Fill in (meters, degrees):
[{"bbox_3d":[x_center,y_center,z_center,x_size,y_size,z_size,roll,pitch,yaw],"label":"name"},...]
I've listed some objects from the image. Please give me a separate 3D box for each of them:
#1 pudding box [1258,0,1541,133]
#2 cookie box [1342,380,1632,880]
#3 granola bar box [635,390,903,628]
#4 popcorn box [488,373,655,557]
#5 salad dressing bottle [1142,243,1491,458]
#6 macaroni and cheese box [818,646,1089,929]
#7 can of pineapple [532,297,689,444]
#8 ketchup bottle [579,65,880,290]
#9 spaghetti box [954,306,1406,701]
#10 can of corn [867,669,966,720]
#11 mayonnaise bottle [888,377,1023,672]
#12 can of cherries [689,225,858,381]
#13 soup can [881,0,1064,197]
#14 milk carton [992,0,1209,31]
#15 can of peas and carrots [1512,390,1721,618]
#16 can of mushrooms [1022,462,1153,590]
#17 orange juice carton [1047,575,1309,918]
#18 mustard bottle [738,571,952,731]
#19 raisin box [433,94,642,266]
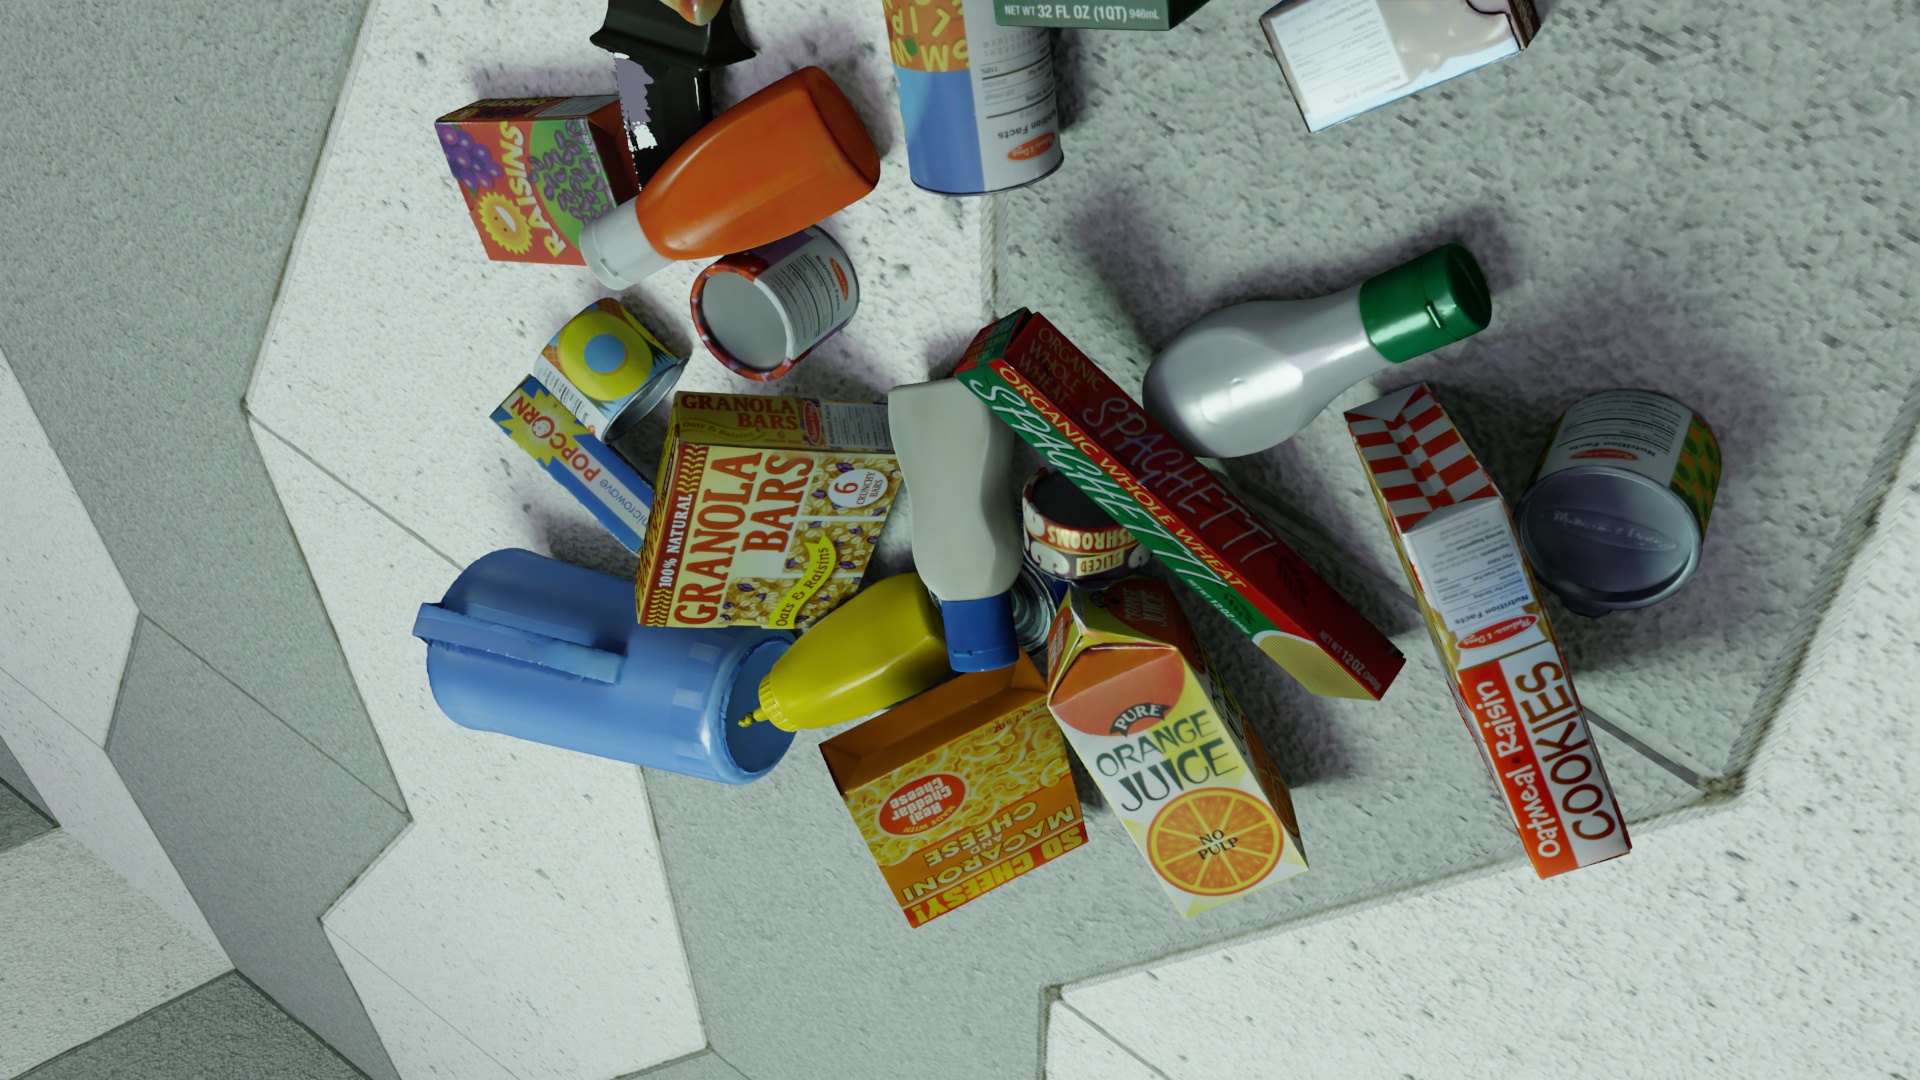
[{"bbox_3d":[0.155,-0.184,0.493,0.083,0.030,0.049,-13,114,43],"label":"pudding box"},{"bbox_3d":[0.211,0.033,0.562,0.040,0.123,0.167,-23,112,14],"label":"cookie box"},{"bbox_3d":[-0.109,-0.011,0.777,0.124,0.039,0.164,2,142,-20],"label":"granola bar box"},{"bbox_3d":[-0.223,-0.039,0.859,0.127,0.038,0.085,43,175,5],"label":"popcorn box"},{"bbox_3d":[0.145,-0.078,0.581,0.147,0.044,0.064,-20,110,44],"label":"salad dressing bottle"},{"bbox_3d":[0.002,0.145,0.794,0.040,0.124,0.165,59,171,40],"label":"macaroni and cheese box"},{"bbox_3d":[-0.204,-0.100,0.811,0.058,0.071,0.070,45,138,-2],"label":"can of pineapple"},{"bbox_3d":[-0.115,-0.165,0.664,0.148,0.044,0.064,-21,125,22],"label":"ketchup bottle"},{"bbox_3d":[0.102,-0.010,0.630,0.250,0.029,0.050,40,162,-17],"label":"spaghetti box"},{"bbox_3d":[-0.014,0.112,0.847,0.071,0.058,0.070,20,134,22],"label":"can of corn"},{"bbox_3d":[0.003,-0.009,0.707,0.064,0.041,0.148,-3,98,36],"label":"mayonnaise bottle"},{"bbox_3d":[-0.097,-0.123,0.714,0.071,0.059,0.071,20,134,22],"label":"can of cherries"},{"bbox_3d":[0.003,-0.194,0.574,0.071,0.072,0.083,12,130,29],"label":"soup can"},{"bbox_3d":[0.048,-0.277,0.464,0.072,0.074,0.189,14,131,28],"label":"milk carton"},{"bbox_3d":[0.255,-0.014,0.539,0.071,0.059,0.070,21,135,22],"label":"can of peas and carrots"},{"bbox_3d":[0.063,-0.010,0.678,0.071,0.071,0.033,18,131,25],"label":"can of mushrooms"},{"bbox_3d":[0.101,0.092,0.712,0.073,0.072,0.192,-27,111,15],"label":"orange juice carton"},{"bbox_3d":[-0.071,0.076,0.824,0.160,0.065,0.048,-29,140,26],"label":"mustard bottle"},{"bbox_3d":[-0.222,-0.196,0.762,0.123,0.040,0.085,10,130,32],"label":"raisin box"}]
